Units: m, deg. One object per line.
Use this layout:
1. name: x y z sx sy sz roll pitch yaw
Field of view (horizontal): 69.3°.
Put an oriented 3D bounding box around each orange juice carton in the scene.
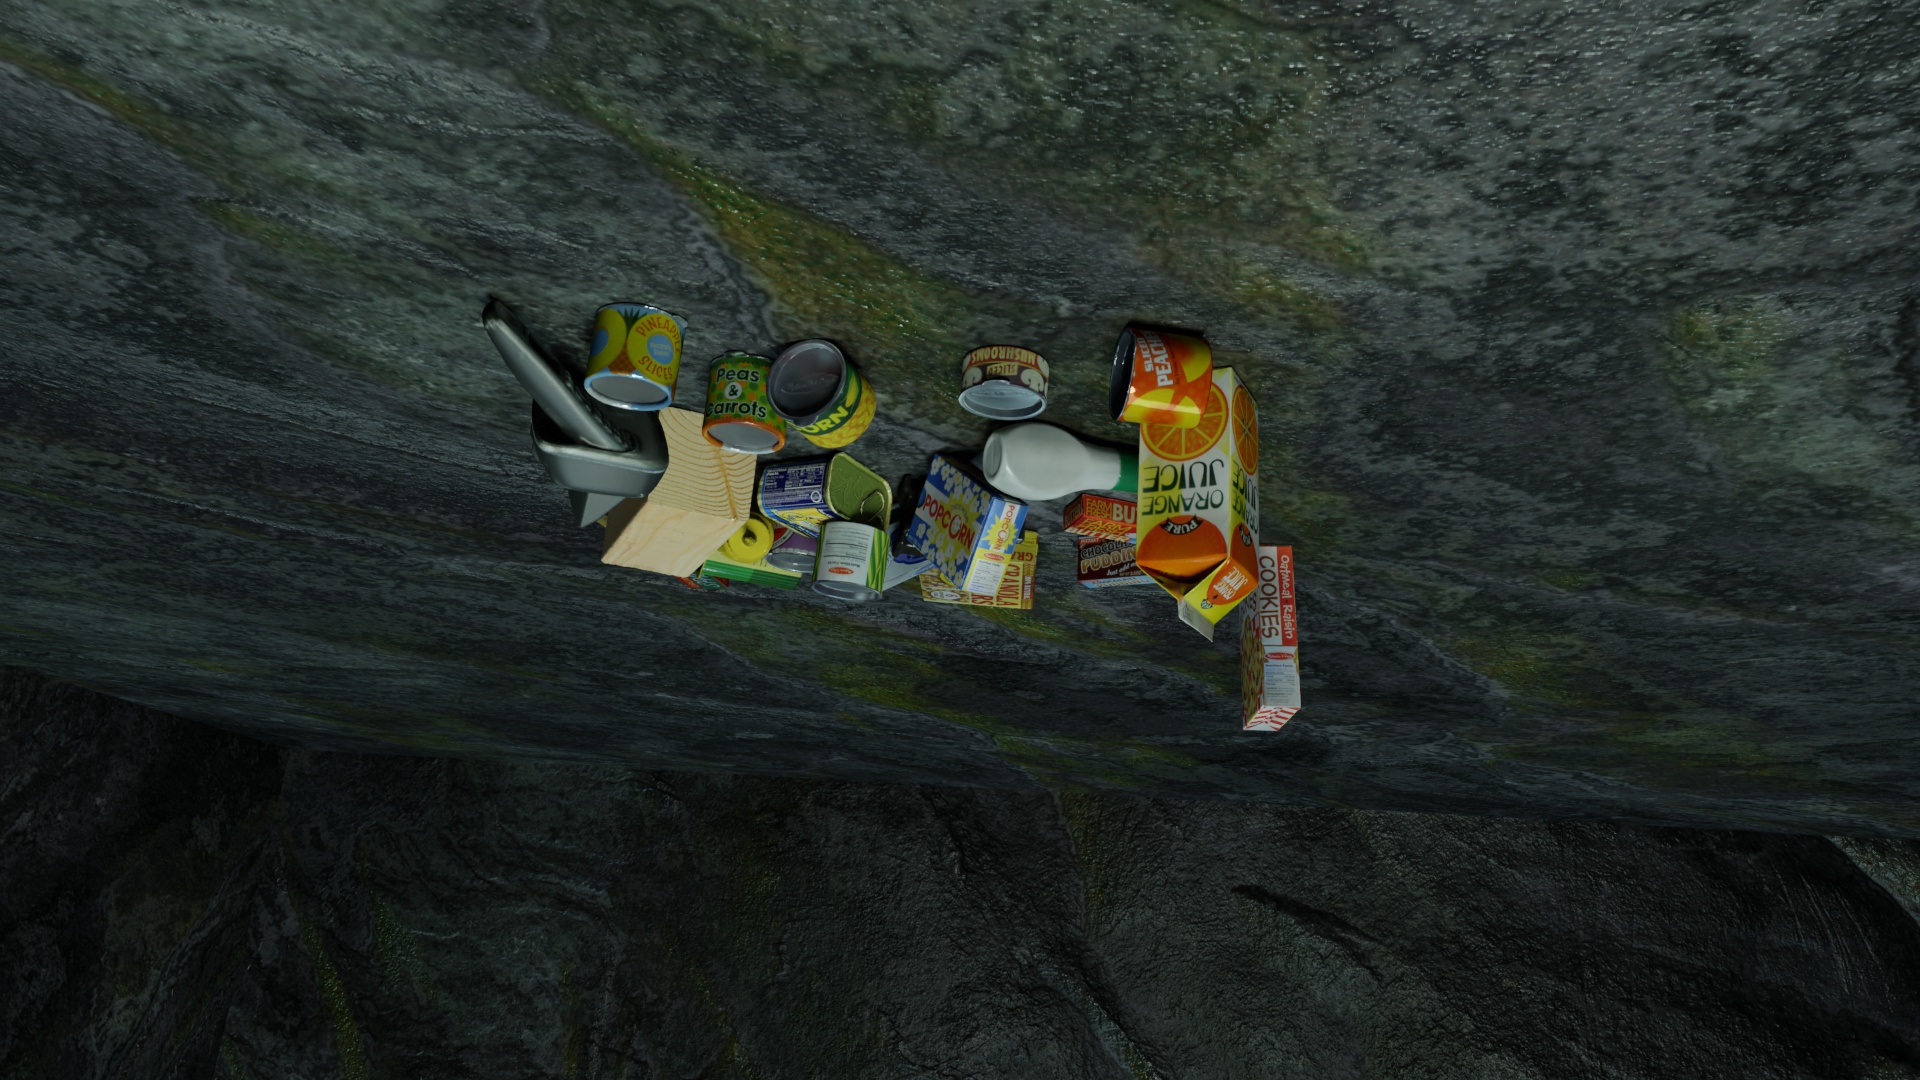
1. orange juice carton: 0.177 -0.025 1.033 0.073 0.193 0.071 -6 157 27

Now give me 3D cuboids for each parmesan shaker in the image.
1. parmesan shaker: -0.219 0.014 1.447 0.103 0.071 0.071 12 160 -21

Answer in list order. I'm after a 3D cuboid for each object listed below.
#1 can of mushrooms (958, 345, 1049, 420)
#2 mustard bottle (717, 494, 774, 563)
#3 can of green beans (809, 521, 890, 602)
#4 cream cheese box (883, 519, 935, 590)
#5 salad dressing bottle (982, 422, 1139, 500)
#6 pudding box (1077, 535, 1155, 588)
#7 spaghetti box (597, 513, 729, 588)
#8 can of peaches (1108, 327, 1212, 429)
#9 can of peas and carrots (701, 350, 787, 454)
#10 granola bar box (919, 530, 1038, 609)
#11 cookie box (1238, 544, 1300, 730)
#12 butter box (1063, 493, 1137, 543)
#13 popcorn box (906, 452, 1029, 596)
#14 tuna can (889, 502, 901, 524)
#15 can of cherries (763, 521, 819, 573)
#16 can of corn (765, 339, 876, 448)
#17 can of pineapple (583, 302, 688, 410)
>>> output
1. can of mushrooms: 0.033 -0.119 1.041 0.071 0.033 0.071 5 162 2
2. mustard bottle: -0.203 -0.007 1.313 0.049 0.065 0.160 19 -176 -14
3. can of green beans: -0.100 0.020 1.266 0.071 0.058 0.071 7 163 2
4. cream cheese box: -0.043 0.004 1.329 0.104 0.053 0.024 -24 164 -16
5. salad dressing bottle: 0.093 -0.063 1.159 0.148 0.064 0.044 5 169 -24
6. pudding box: 0.161 0.018 1.399 0.083 0.050 0.030 -6 160 31
7. spaghetti box: -0.320 0.004 1.509 0.050 0.029 0.249 0 161 14
8. can of peaches: 0.141 -0.115 0.975 0.058 0.071 0.071 7 161 -7
9. can of peas and carrots: -0.167 -0.107 1.087 0.071 0.059 0.070 4 162 1
10. granola bar box: 0.019 0.028 1.482 0.124 0.039 0.165 4 162 3
11. cookie box: 0.313 0.101 1.423 0.040 0.168 0.122 1 161 2
12. butter box: 0.154 -0.018 1.330 0.103 0.024 0.053 10 162 -15
13. popcorn box: 0.004 -0.015 1.195 0.038 0.085 0.127 12 -165 -28
14. tuna can: -0.052 -0.001 1.362 0.071 0.071 0.032 7 161 -7
15. can of cherries: -0.162 -0.005 1.397 0.071 0.058 0.071 5 162 2
16. can of corn: -0.104 -0.108 1.050 0.071 0.071 0.058 -3 161 21
17. can of pineapple: -0.238 -0.135 1.022 0.071 0.058 0.070 4 161 2
